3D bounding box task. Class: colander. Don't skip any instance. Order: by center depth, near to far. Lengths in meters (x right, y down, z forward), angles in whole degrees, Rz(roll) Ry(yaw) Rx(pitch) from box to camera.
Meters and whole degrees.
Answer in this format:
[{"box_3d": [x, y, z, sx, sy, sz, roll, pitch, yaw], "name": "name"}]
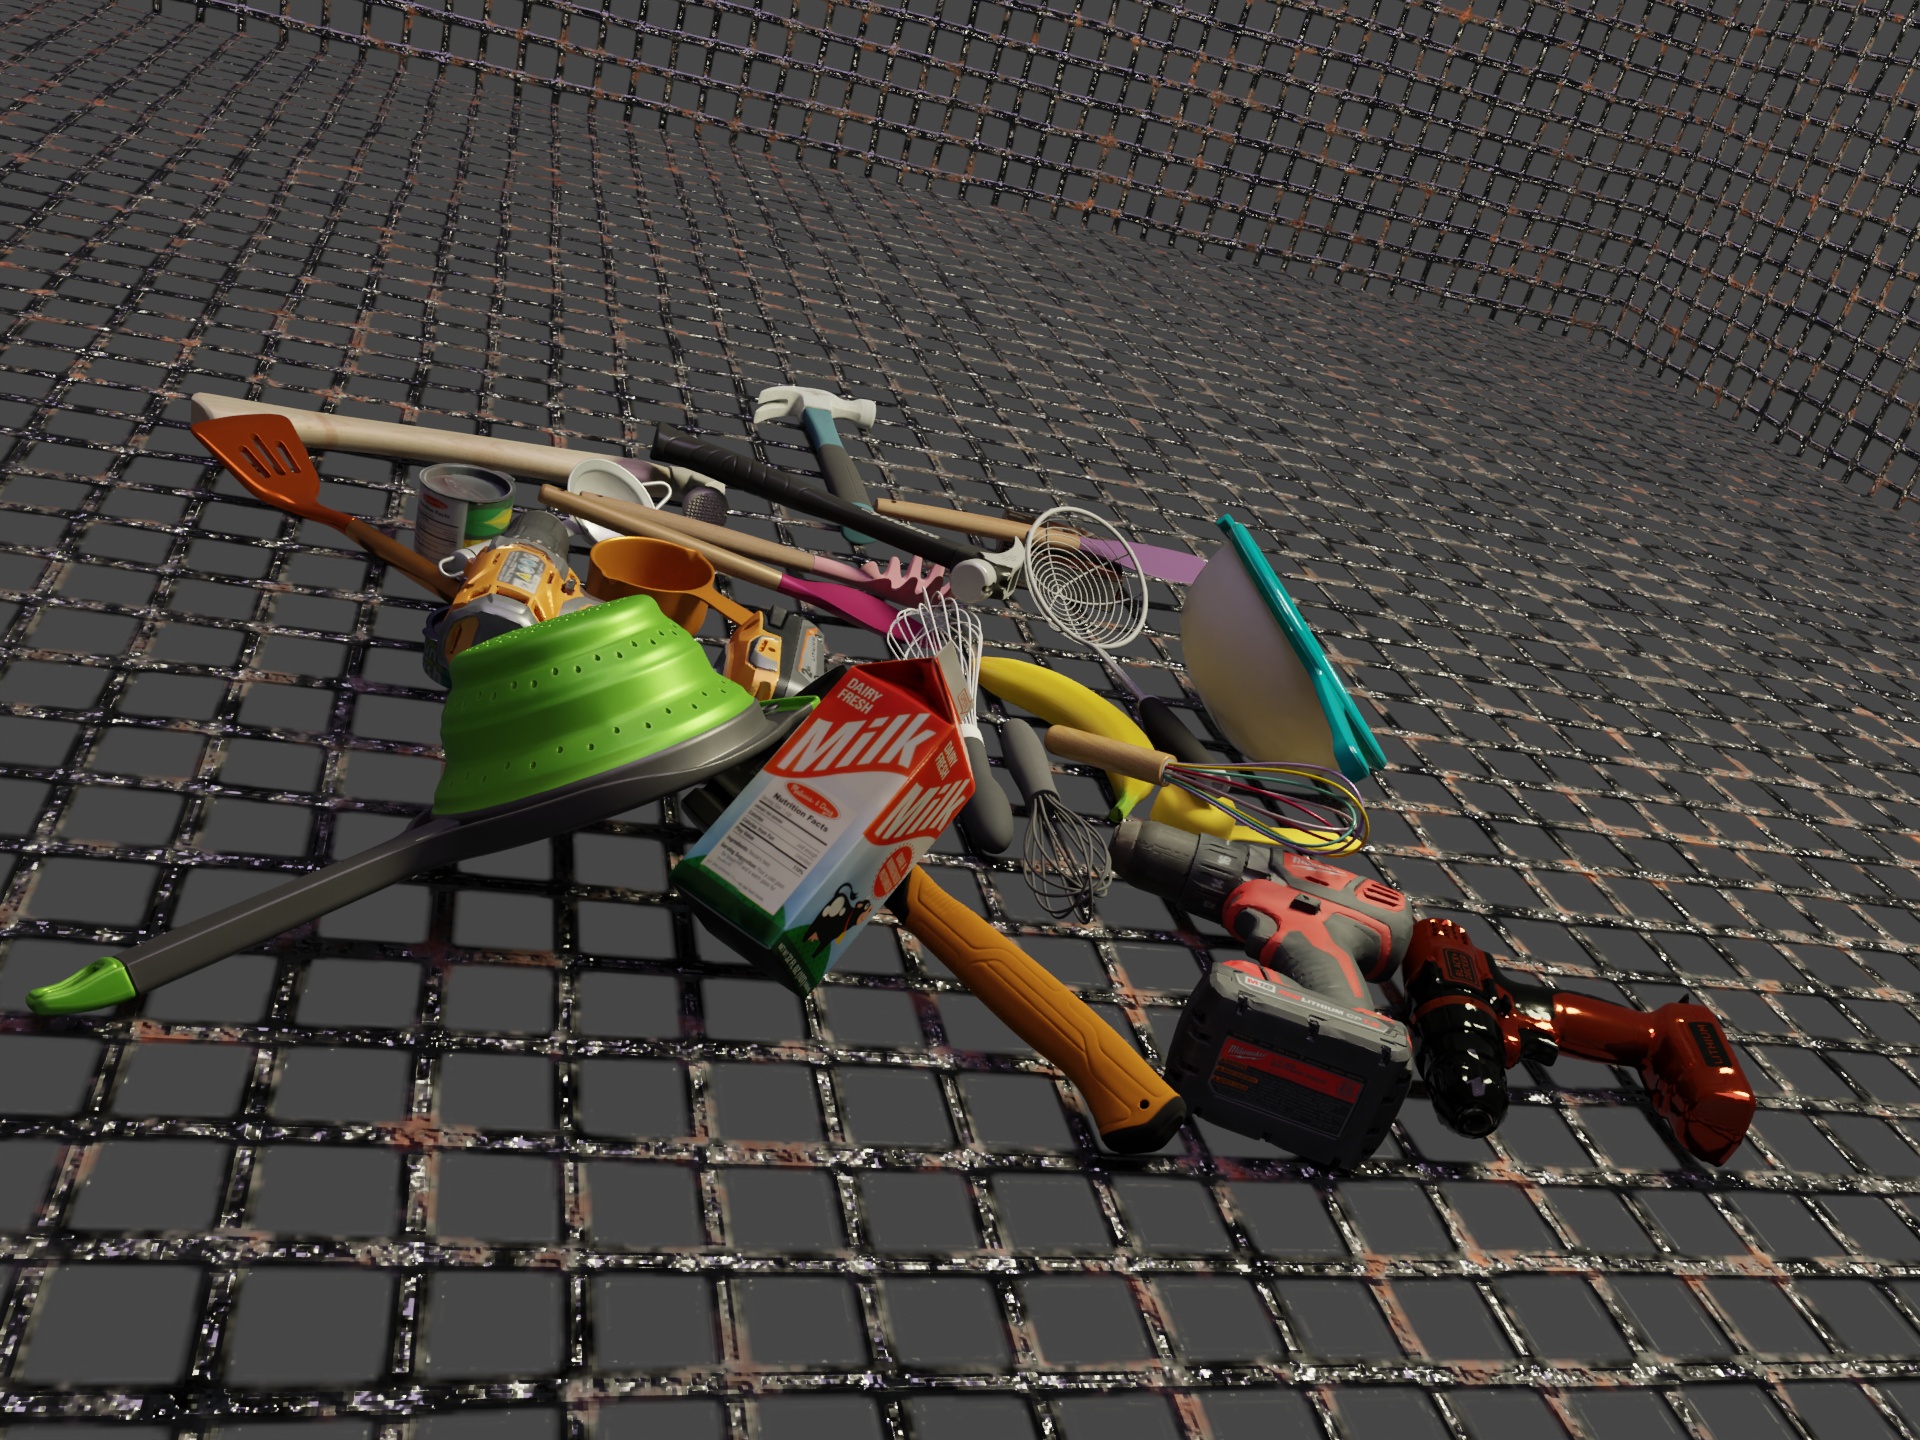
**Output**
[{"box_3d": [-0.258, 0.021, 0.782, 0.397, 0.094, 0.204, -26, 13, -37], "name": "colander"}]

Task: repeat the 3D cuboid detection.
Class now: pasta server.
[{"box_3d": [-0.139, -0.135, 1.234, 0.316, 0.040, 0.060, 14, 17, -24], "name": "pasta server"}]

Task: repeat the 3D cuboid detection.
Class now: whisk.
[{"box_3d": [0.151, 0.042, 1.021, 0.245, 0.047, 0.051, 16, 60, 40], "name": "whisk"}, {"box_3d": [0.054, 0.056, 1.022, 0.055, 0.055, 0.239, 10, 23, -13], "name": "whisk"}, {"box_3d": [-0.003, -0.003, 1.090, 0.070, 0.070, 0.285, 8, 33, -17], "name": "whisk"}]

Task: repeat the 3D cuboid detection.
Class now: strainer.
[{"box_3d": [0.219, -0.012, 1.123, 0.211, 0.095, 0.340, 55, 15, -15], "name": "strainer"}, {"box_3d": [-0.299, -0.139, 1.170, 0.087, 0.050, 0.258, 61, 28, -5], "name": "strainer"}]

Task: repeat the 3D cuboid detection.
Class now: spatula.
[{"box_3d": [-0.410, -0.133, 1.117, 0.323, 0.041, 0.081, 30, 29, 22], "name": "spatula"}, {"box_3d": [0.077, -0.155, 1.371, 0.315, 0.018, 0.060, 9, 34, -18], "name": "spatula"}]

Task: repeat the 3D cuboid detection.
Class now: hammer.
[{"box_3d": [-0.006, 0.102, 0.857, 0.127, 0.034, 0.337, -44, 60, -12], "name": "hammer"}, {"box_3d": [-0.104, -0.172, 1.275, 0.335, 0.035, 0.146, 23, 18, 15], "name": "hammer"}, {"box_3d": [-0.399, -0.222, 1.297, 0.410, 0.038, 0.146, 6, 27, -19], "name": "hammer"}, {"box_3d": [-0.118, -0.247, 1.502, 0.128, 0.033, 0.331, 8, 28, -19], "name": "hammer"}]

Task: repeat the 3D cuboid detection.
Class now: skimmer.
[{"box_3d": [0.137, -0.060, 1.202, 0.127, 0.090, 0.364, 25, 17, -26], "name": "skimmer"}]

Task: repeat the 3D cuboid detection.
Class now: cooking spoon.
[{"box_3d": [-0.160, -0.113, 1.192, 0.318, 0.017, 0.069, 20, 22, -17], "name": "cooking spoon"}]

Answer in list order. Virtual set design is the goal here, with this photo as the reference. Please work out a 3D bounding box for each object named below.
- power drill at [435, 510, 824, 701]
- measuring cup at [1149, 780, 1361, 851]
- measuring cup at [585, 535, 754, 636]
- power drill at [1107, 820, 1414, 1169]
[{"box_3d": [-0.204, -0.056, 1.010, 0.226, 0.084, 0.185, 20, 25, -15], "name": "power drill"}, {"box_3d": [0.208, 0.068, 1.093, 0.156, 0.029, 0.062, 7, 28, -12], "name": "measuring cup"}, {"box_3d": [-0.188, -0.070, 1.112, 0.174, 0.052, 0.095, 30, 30, 22], "name": "measuring cup"}, {"box_3d": [0.164, 0.134, 0.901, 0.188, 0.080, 0.227, 19, 24, 5], "name": "power drill"}]
